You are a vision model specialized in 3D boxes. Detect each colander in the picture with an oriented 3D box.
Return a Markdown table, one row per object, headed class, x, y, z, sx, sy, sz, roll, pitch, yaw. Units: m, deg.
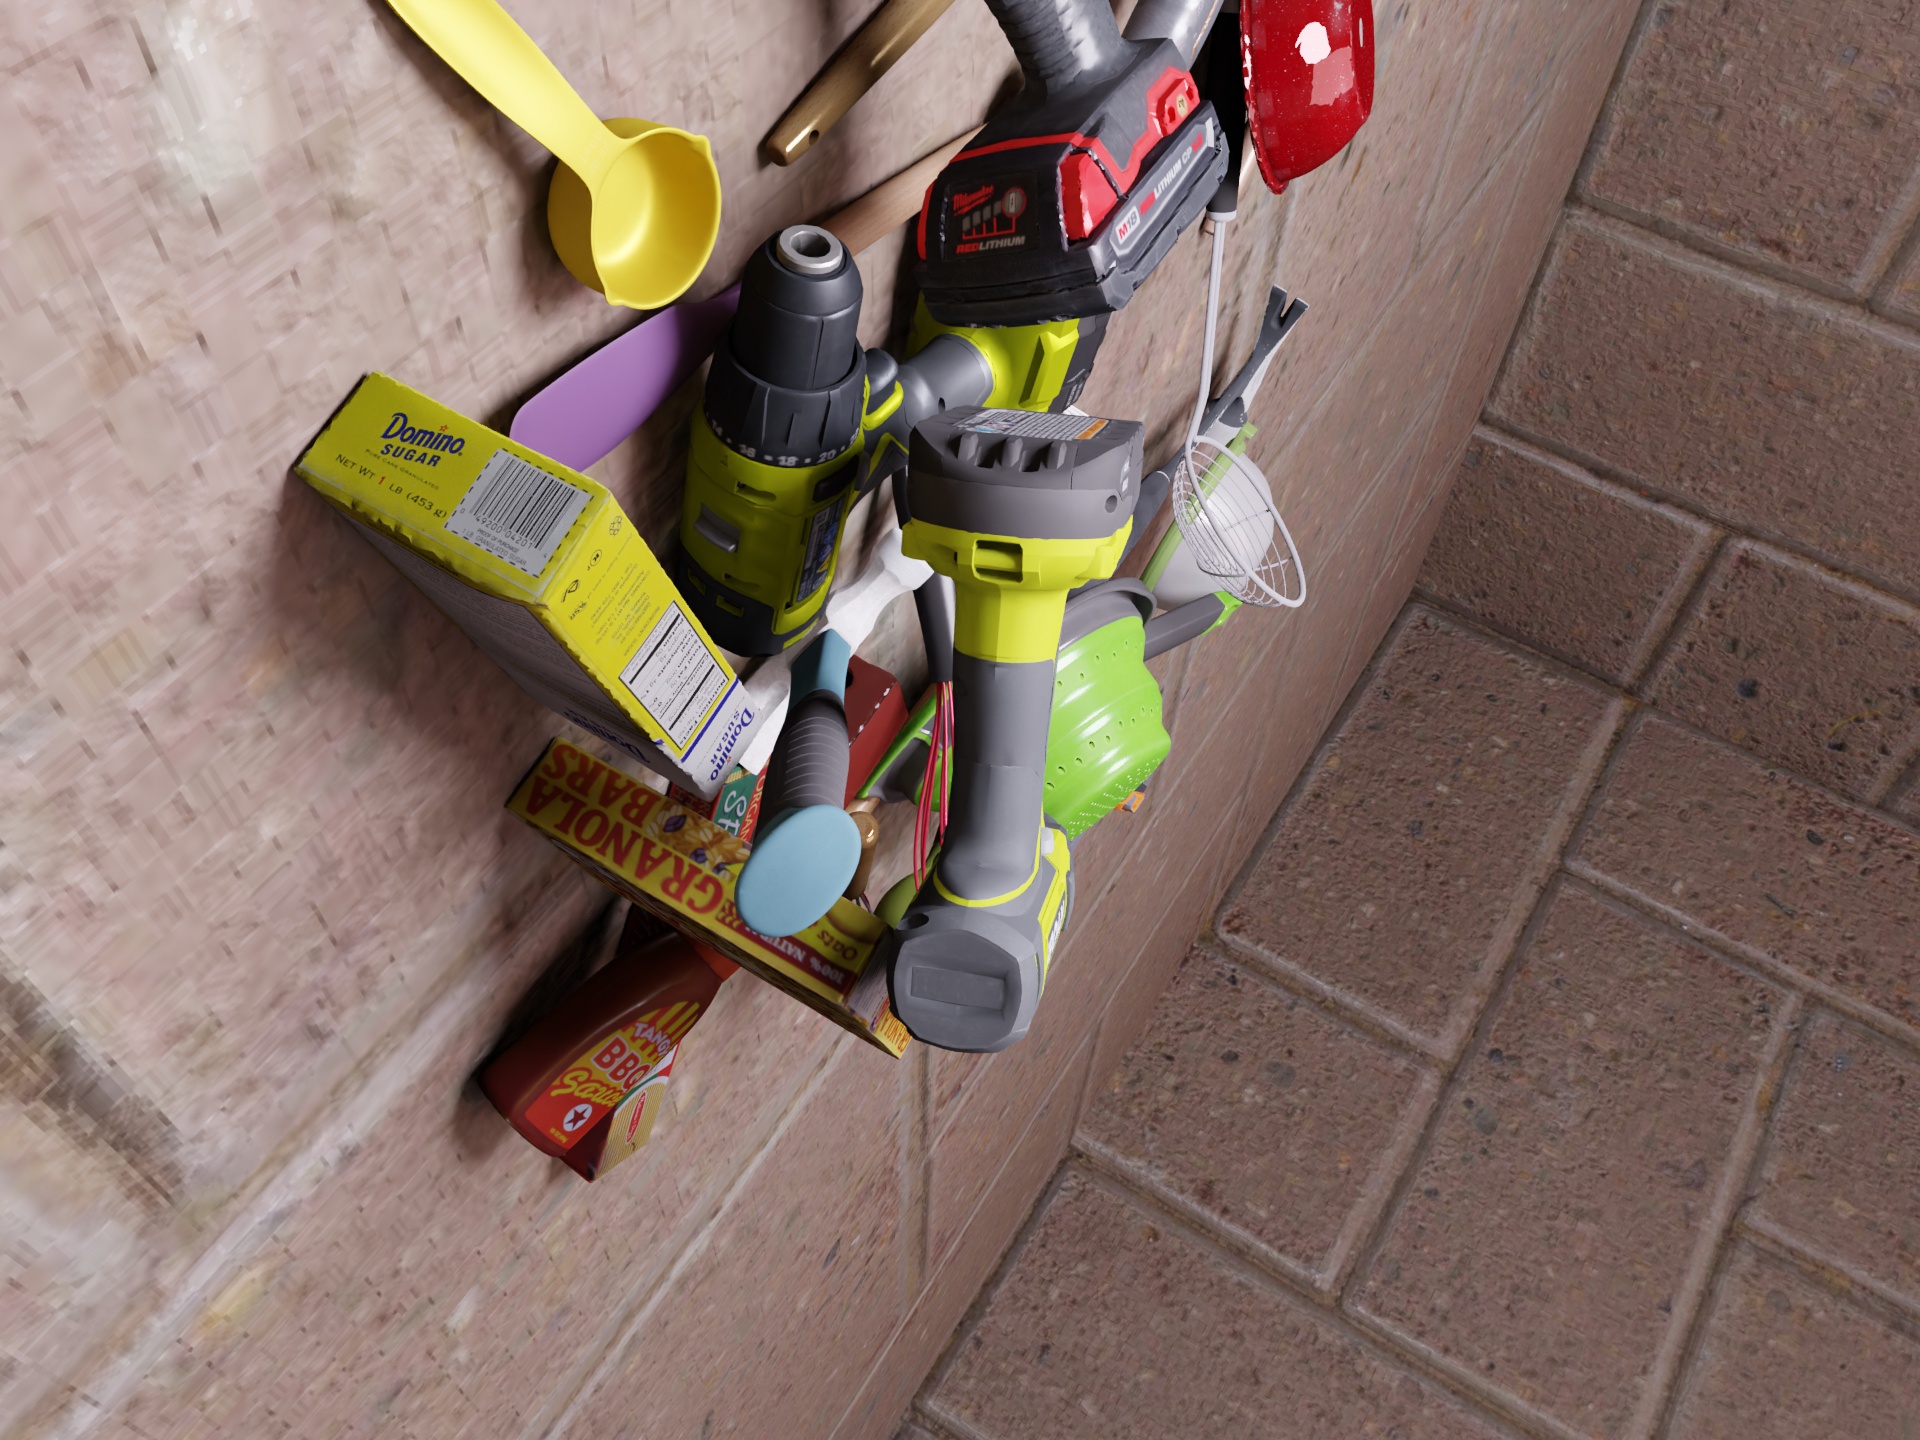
| class | x | y | z | sx | sy | sz | roll | pitch | yaw |
| --- | --- | --- | --- | --- | --- | --- | --- | --- | --- |
| colander | 0.104 | -0.006 | 1.013 | 0.397 | 0.094 | 0.204 | -24 | 161 | -50 |

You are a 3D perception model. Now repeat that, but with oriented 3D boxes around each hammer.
| class | x | y | z | sx | sy | sz | roll | pitch | yaw |
| --- | --- | --- | --- | --- | --- | --- | --- | --- | --- |
| hammer | -0.059 | 0.002 | 0.638 | 0.128 | 0.033 | 0.331 | -44 | -166 | 10 |
| hammer | 0.144 | -0.171 | 1.109 | 0.409 | 0.036 | 0.149 | -51 | 171 | -43 |

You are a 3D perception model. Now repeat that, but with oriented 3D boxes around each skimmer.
| class | x | y | z | sx | sy | sz | roll | pitch | yaw |
| --- | --- | --- | --- | --- | --- | --- | --- | --- | --- |
| skimmer | 0.183 | -0.246 | 0.973 | 0.127 | 0.090 | 0.363 | -55 | 149 | -58 |

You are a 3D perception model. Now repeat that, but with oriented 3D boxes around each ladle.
| class | x | y | z | sx | sy | sz | roll | pitch | yaw |
| --- | --- | --- | --- | --- | --- | --- | --- | --- | --- |
| ladle | -0.003 | 0.085 | 1.010 | 0.320 | 0.078 | 0.062 | -68 | 135 | -74 |
| ladle | 0.020 | -0.324 | 0.638 | 0.315 | 0.031 | 0.069 | -53 | 158 | -21 |

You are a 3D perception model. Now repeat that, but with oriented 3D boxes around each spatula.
| class | x | y | z | sx | sy | sz | roll | pitch | yaw |
| --- | --- | --- | --- | --- | --- | --- | --- | --- | --- |
| spatula | -0.067 | -0.174 | 0.625 | 0.316 | 0.018 | 0.059 | -48 | 170 | -38 |

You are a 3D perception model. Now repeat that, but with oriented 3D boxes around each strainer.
| class | x | y | z | sx | sy | sz | roll | pitch | yaw |
| --- | --- | --- | --- | --- | --- | --- | --- | --- | --- |
| strainer | 0.167 | -0.090 | 1.195 | 0.256 | 0.069 | 0.151 | -57 | 173 | -9 |

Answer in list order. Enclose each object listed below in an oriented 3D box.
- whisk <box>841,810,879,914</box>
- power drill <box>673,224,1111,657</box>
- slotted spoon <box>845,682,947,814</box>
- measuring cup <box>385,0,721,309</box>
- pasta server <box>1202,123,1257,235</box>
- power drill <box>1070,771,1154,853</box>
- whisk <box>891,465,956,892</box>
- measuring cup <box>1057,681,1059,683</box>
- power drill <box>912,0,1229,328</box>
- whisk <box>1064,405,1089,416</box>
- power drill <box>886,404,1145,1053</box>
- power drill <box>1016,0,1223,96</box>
| class | x | y | z | sx | sy | sz | roll | pitch | yaw |
| --- | --- | --- | --- | --- | --- | --- | --- | --- | --- |
| whisk | -0.067 | 0.105 | 0.933 | 0.047 | 0.051 | 0.244 | -44 | 169 | -22 |
| power drill | -0.024 | -0.148 | 0.655 | 0.228 | 0.080 | 0.190 | -44 | 164 | -36 |
| slotted spoon | -0.005 | -0.028 | 1.009 | 0.314 | 0.031 | 0.070 | -54 | 164 | -19 |
| measuring cup | -0.125 | -0.177 | 0.464 | 0.062 | 0.029 | 0.156 | -61 | 151 | -4 |
| pasta server | 0.240 | -0.463 | 1.034 | 0.316 | 0.040 | 0.060 | -65 | 173 | 12 |
| power drill | 0.069 | 0.109 | 1.337 | 0.226 | 0.084 | 0.164 | -60 | 162 | 5 |
| whisk | -0.001 | -0.003 | 0.818 | 0.073 | 0.073 | 0.296 | -22 | 105 | -64 |
| measuring cup | 0.047 | -0.015 | 1.151 | 0.083 | 0.038 | 0.167 | -60 | 165 | -6 |
| power drill | 0.004 | -0.246 | 0.513 | 0.143 | 0.078 | 0.219 | -54 | 133 | -34 |
| whisk | 0.048 | -0.183 | 0.908 | 0.246 | 0.058 | 0.059 | 44 | 40 | -69 |
| power drill | 0.021 | -0.006 | 0.626 | 0.171 | 0.080 | 0.223 | -54 | 151 | -71 |
| power drill | 0.109 | -0.334 | 0.792 | 0.226 | 0.084 | 0.185 | -58 | 169 | 2 |
